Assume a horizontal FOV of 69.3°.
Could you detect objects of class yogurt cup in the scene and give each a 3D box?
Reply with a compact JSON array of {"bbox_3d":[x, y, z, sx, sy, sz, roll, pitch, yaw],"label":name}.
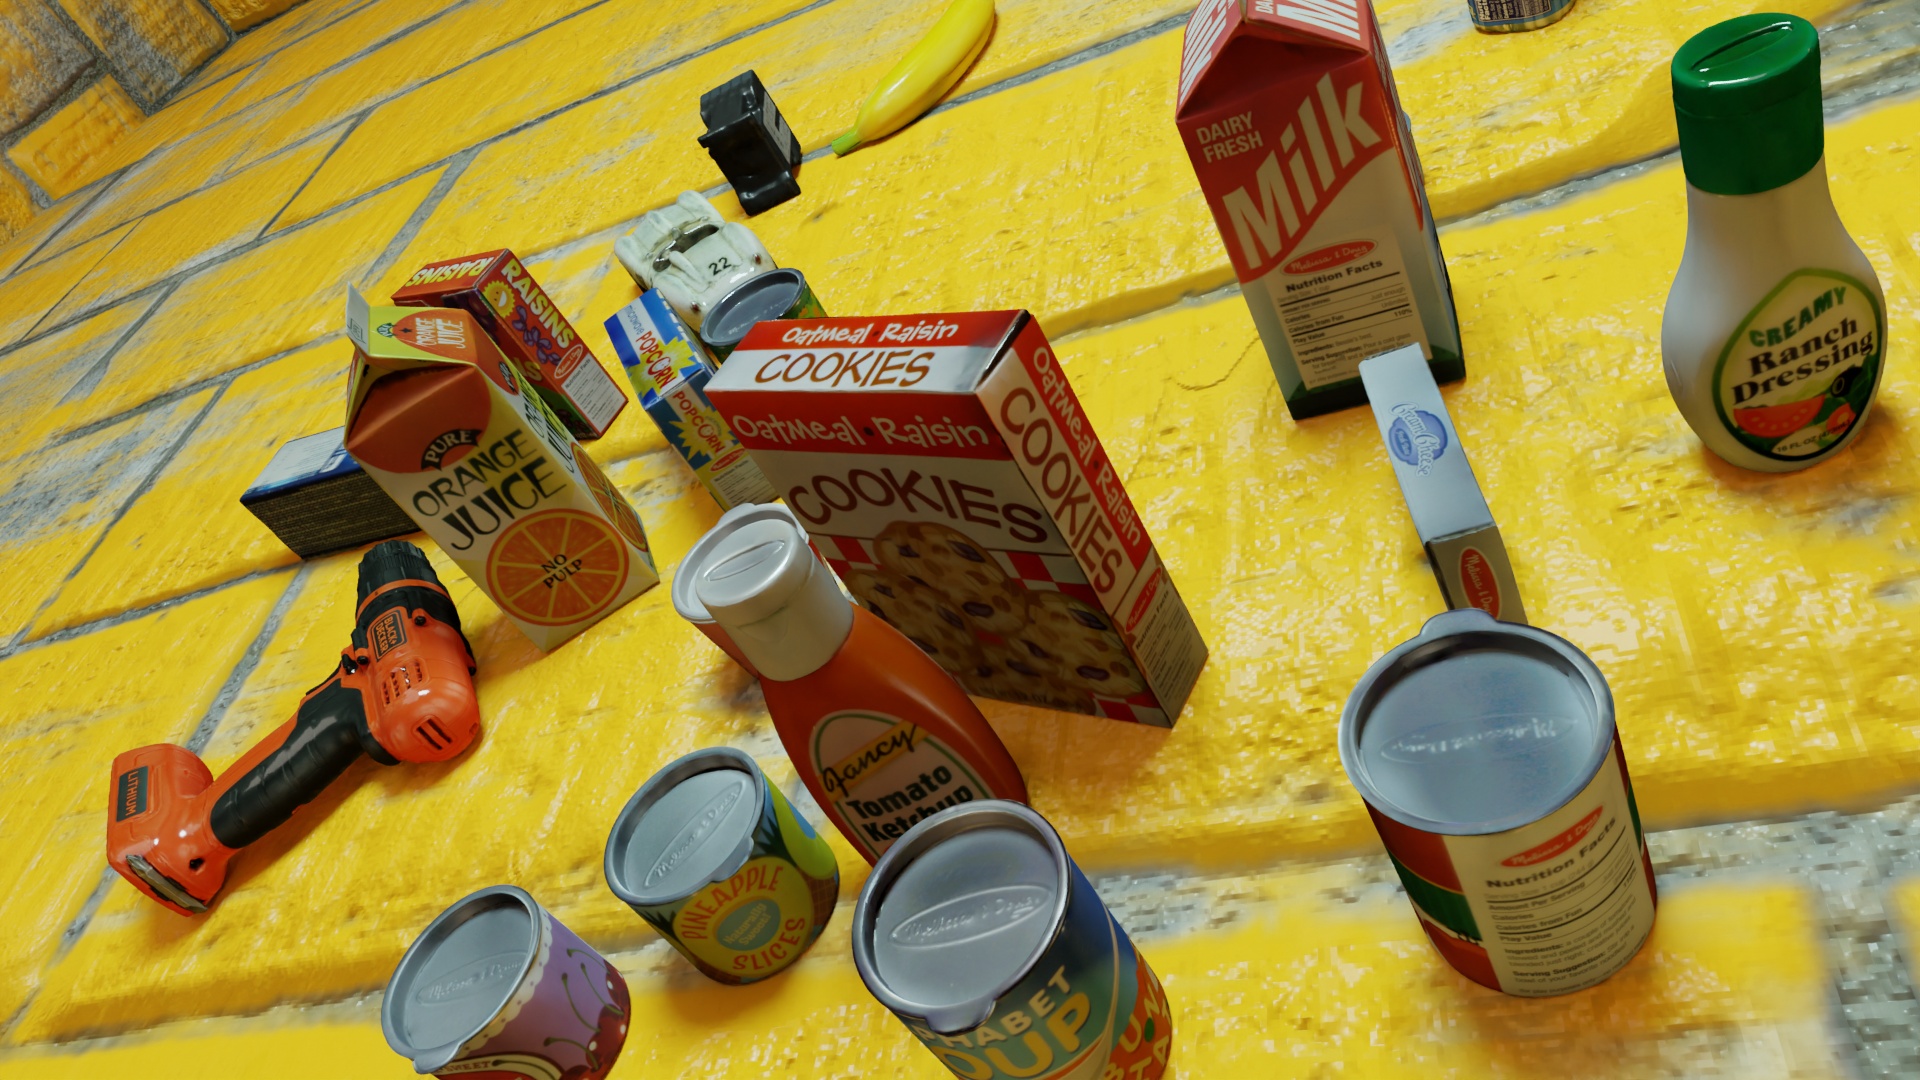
[{"bbox_3d":[-0.085,0.026,0.615,0.072,0.053,0.073,-20,38,17],"label":"yogurt cup"}]

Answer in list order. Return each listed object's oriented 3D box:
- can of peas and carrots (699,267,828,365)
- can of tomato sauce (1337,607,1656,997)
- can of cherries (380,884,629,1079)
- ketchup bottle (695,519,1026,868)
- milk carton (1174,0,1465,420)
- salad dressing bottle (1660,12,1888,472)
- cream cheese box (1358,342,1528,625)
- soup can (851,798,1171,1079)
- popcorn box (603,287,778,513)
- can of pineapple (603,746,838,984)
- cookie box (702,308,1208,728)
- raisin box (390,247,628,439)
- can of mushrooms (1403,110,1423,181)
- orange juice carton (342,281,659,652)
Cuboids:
[{"bbox_3d":[-0.101,-0.108,0.775,0.071,0.058,0.071,-20,38,17],"label":"can of peas and carrots"},{"bbox_3d":[0.145,0.071,0.373,0.071,0.082,0.071,-20,38,17],"label":"can of tomato sauce"},{"bbox_3d":[-0.164,0.171,0.502,0.071,0.058,0.072,-20,38,17],"label":"can of cherries"},{"bbox_3d":[-0.034,0.055,0.466,0.064,0.148,0.044,-25,37,10],"label":"ketchup bottle"},{"bbox_3d":[0.136,-0.146,0.538,0.073,0.190,0.073,-13,41,24],"label":"milk carton"},{"bbox_3d":[0.247,-0.087,0.427,0.064,0.147,0.044,-24,37,12],"label":"salad dressing bottle"},{"bbox_3d":[0.167,-0.018,0.485,0.024,0.053,0.104,-20,38,17],"label":"cream cheese box"},{"bbox_3d":[0.017,0.128,0.401,0.071,0.083,0.072,-20,38,17],"label":"soup can"},{"bbox_3d":[-0.143,-0.075,0.745,0.038,0.085,0.127,-35,37,-3],"label":"popcorn box"},{"bbox_3d":[-0.085,0.119,0.505,0.071,0.057,0.071,-20,38,17],"label":"can of pineapple"},{"bbox_3d":[0.002,-0.006,0.494,0.123,0.166,0.040,5,50,39],"label":"cookie box"},{"bbox_3d":[-0.277,-0.117,0.857,0.086,0.123,0.040,1,48,37],"label":"raisin box"},{"bbox_3d":[0.185,-0.176,0.669,0.071,0.033,0.071,-20,38,16],"label":"can of mushrooms"},{"bbox_3d":[-0.236,-0.041,0.684,0.073,0.192,0.072,-33,36,-1],"label":"orange juice carton"}]
